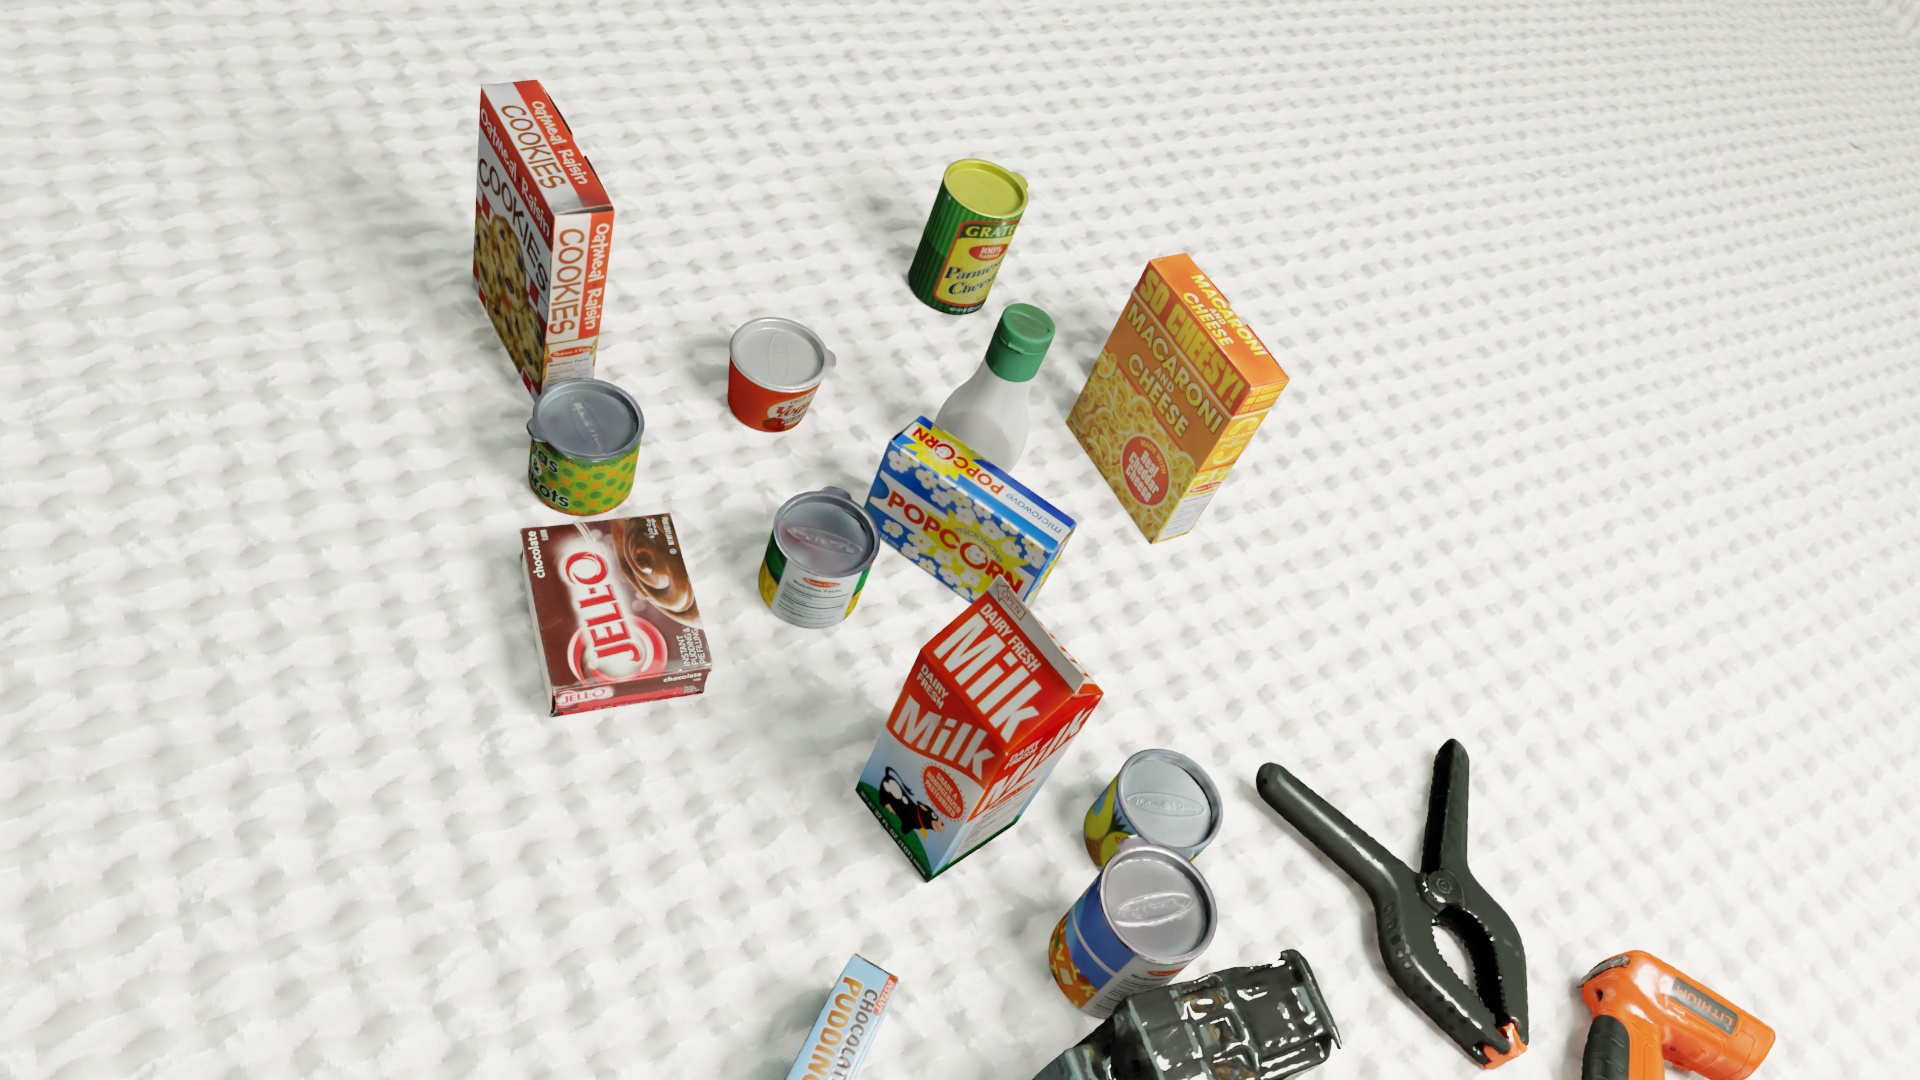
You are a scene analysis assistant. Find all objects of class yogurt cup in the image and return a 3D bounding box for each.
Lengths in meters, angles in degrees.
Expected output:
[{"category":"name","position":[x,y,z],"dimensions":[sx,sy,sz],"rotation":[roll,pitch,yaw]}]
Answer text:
[{"category":"yogurt cup","position":[-0.128,-0.111,0.950],"dimensions":[0.072,0.053,0.073],"rotation":[11,50,-13]}]

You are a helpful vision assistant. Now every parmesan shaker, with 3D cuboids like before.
[{"category":"parmesan shaker","position":[0.007,-0.232,1.068],"dimensions":[0.071,0.102,0.072],"rotation":[11,50,-13]}]

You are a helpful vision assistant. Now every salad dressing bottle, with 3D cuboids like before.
[{"category":"salad dressing bottle","position":[0.023,-0.094,0.932],"dimensions":[0.064,0.146,0.044],"rotation":[27,48,1]}]

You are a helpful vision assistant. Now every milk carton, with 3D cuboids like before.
[{"category":"milk carton","position":[0.012,0.098,0.742],"dimensions":[0.074,0.189,0.072],"rotation":[-26,65,-35]}]

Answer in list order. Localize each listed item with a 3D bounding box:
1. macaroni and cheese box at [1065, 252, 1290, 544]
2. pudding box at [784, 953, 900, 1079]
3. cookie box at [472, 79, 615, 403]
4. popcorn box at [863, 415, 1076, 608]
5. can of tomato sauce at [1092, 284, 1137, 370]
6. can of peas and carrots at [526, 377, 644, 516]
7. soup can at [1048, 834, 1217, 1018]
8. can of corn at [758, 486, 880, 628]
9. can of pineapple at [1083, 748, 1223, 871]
[{"category":"macaroni and cheese box","position":[0.146,-0.097,0.969],"dimensions":[0.040,0.165,0.124],"rotation":[-16,60,-31]},{"category":"pudding box","position":[-0.063,0.252,0.682],"dimensions":[0.030,0.049,0.084],"rotation":[29,48,3]},{"category":"cookie box","position":[-0.267,-0.185,0.881],"dimensions":[0.040,0.166,0.123],"rotation":[-17,61,-31]},{"category":"popcorn box","position":[0.003,-0.011,0.899],"dimensions":[0.127,0.084,0.038],"rotation":[35,49,9]},{"category":"can of tomato sauce","position":[0.147,-0.148,1.067],"dimensions":[0.071,0.082,0.071],"rotation":[11,50,-13]},{"category":"can of peas and carrots","position":[-0.235,-0.057,0.861],"dimensions":[0.071,0.058,0.071],"rotation":[11,50,-13]},{"category":"soup can","position":[0.091,0.210,0.753],"dimensions":[0.071,0.083,0.072],"rotation":[11,50,-13]},{"category":"can of corn","position":[-0.088,0.011,0.863],"dimensions":[0.071,0.058,0.071],"rotation":[11,50,-13]},{"category":"can of pineapple","position":[0.112,0.166,0.814],"dimensions":[0.071,0.057,0.071],"rotation":[11,50,-13]}]
